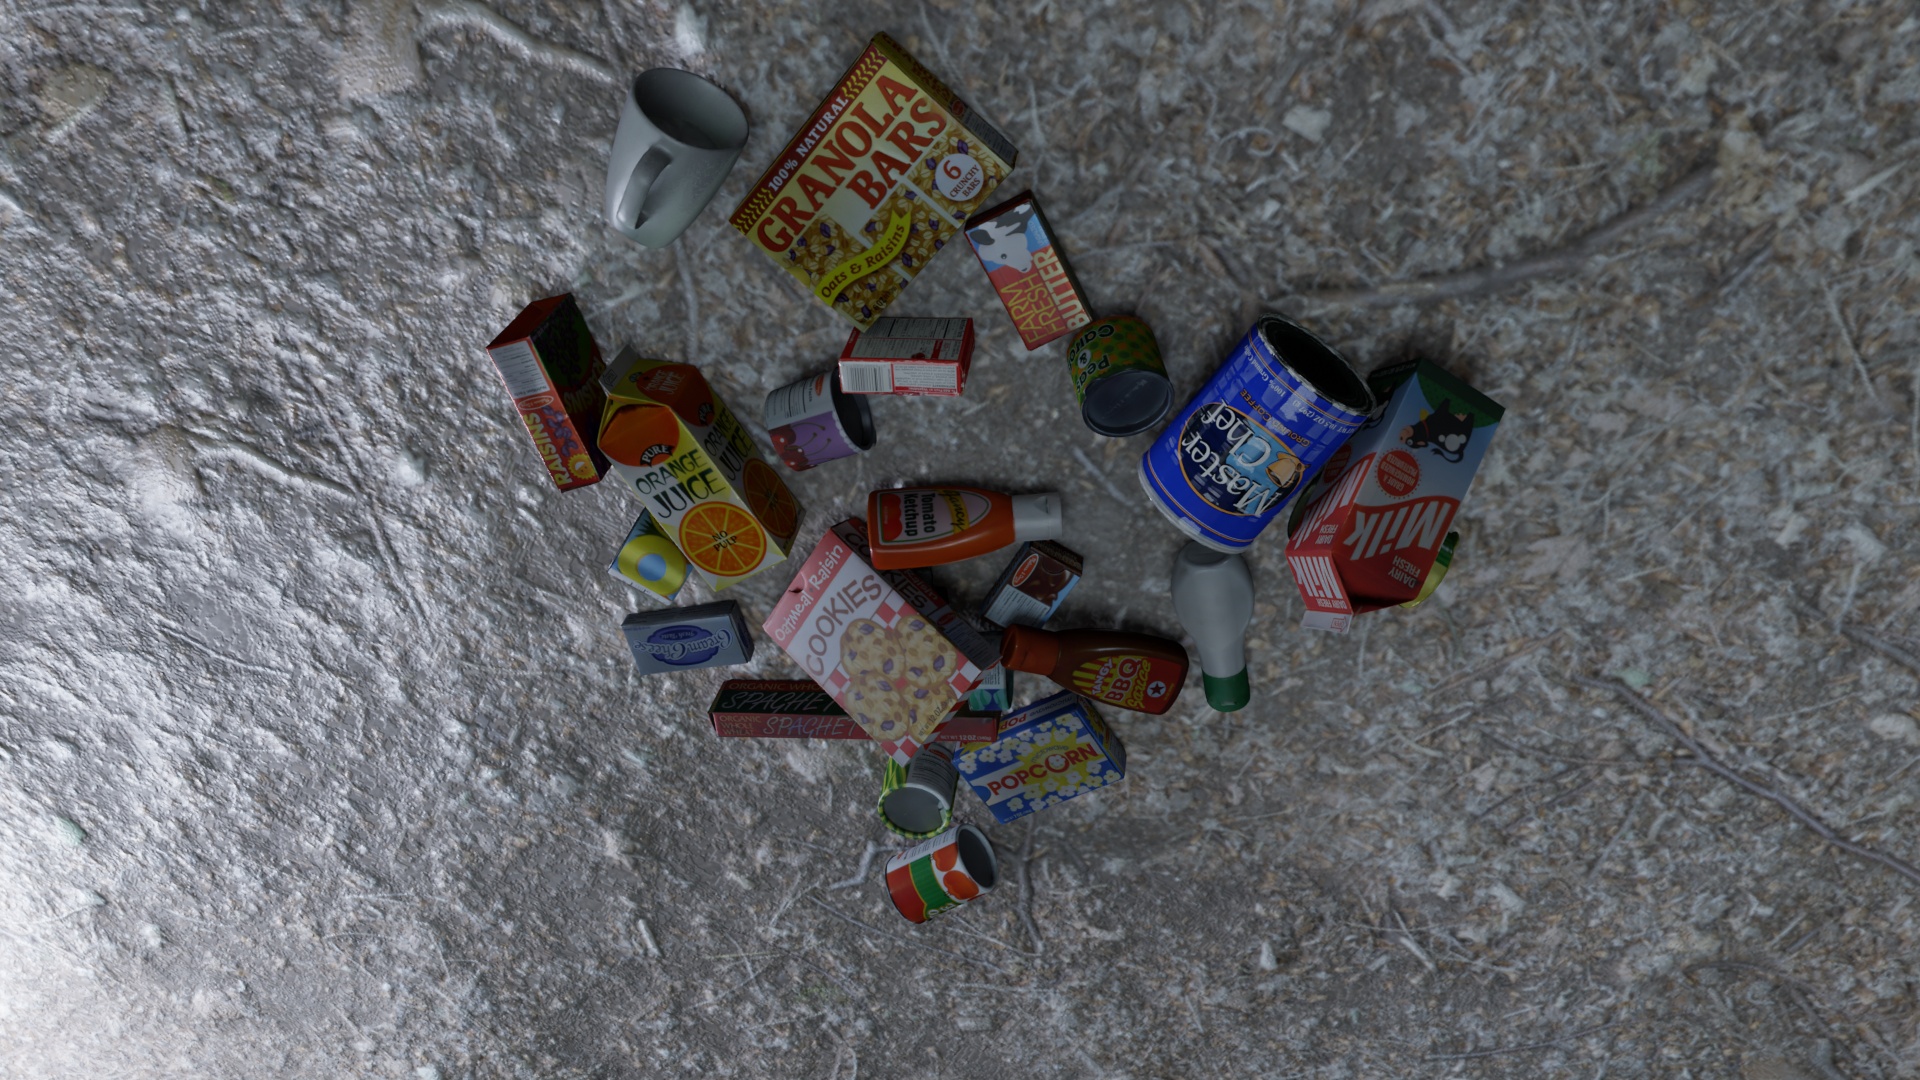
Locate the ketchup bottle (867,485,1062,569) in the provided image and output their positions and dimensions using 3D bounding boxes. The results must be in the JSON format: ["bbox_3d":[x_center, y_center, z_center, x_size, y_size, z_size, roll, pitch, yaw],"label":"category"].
[{"bbox_3d":[0.004,-0.013,1.075,0.149,0.065,0.043,-5,146,1],"label":"ketchup bottle"}]

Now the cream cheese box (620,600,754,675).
[{"bbox_3d":[-0.234,0.084,1.191,0.104,0.024,0.053,-7,121,13],"label":"cream cheese box"}]

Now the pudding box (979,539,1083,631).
[{"bbox_3d":[0.057,0.038,1.115,0.049,0.030,0.083,29,121,-9],"label":"pudding box"}]

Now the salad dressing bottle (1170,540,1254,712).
[{"bbox_3d":[0.205,0.070,1.106,0.064,0.044,0.147,-7,122,11],"label":"salad dressing bottle"}]

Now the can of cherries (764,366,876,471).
[{"bbox_3d":[-0.104,-0.088,1.039,0.058,0.072,0.071,-17,118,18],"label":"can of cherries"}]

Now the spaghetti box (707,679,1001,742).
[{"bbox_3d":[-0.089,0.145,1.193,0.250,0.050,0.028,0,121,9],"label":"spaghetti box"}]

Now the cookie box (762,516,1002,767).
[{"bbox_3d":[-0.066,0.081,1.116,0.167,0.040,0.122,43,121,11],"label":"cookie box"}]

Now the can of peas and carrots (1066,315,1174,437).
[{"bbox_3d":[0.110,-0.117,0.980,0.071,0.059,0.070,-7,141,-5],"label":"can of peas and carrots"}]

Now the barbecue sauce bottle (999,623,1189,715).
[{"bbox_3d":[0.106,0.098,1.117,0.149,0.044,0.064,13,117,-18],"label":"barbecue sauce bottle"}]

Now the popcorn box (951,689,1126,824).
[{"bbox_3d":[0.069,0.187,1.202,0.126,0.038,0.085,-26,116,22],"label":"popcorn box"}]

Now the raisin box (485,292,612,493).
[{"bbox_3d":[-0.297,-0.111,1.041,0.040,0.086,0.123,-12,119,14],"label":"raisin box"}]

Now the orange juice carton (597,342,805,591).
[{"bbox_3d":[-0.208,-0.062,1.067,0.073,0.072,0.192,-25,116,21],"label":"orange juice carton"}]

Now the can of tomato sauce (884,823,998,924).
[{"bbox_3d":[-0.016,0.307,1.273,0.083,0.071,0.071,-30,113,24],"label":"can of tomato sauce"}]

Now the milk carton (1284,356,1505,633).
[{"bbox_3d":[0.290,-0.023,0.957,0.073,0.072,0.190,29,84,-10],"label":"milk carton"}]

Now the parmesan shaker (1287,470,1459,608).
[{"bbox_3d":[0.305,-0.005,1.030,0.103,0.072,0.071,30,122,-9],"label":"parmesan shaker"}]

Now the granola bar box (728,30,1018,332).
[{"bbox_3d":[-0.061,-0.241,0.952,0.124,0.039,0.165,38,119,-15],"label":"granola bar box"}]

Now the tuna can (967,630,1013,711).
[{"bbox_3d":[0.025,0.108,1.144,0.033,0.071,0.070,-1,122,8],"label":"tuna can"}]

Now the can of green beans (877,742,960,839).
[{"bbox_3d":[-0.036,0.221,1.227,0.071,0.058,0.071,4,123,6],"label":"can of green beans"}]

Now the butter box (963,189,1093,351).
[{"bbox_3d":[0.049,-0.188,0.977,0.053,0.024,0.103,-22,117,19],"label":"butter box"}]

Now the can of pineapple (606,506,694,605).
[{"bbox_3d":[-0.243,0.009,1.121,0.058,0.071,0.070,31,121,-11],"label":"can of pineapple"}]
